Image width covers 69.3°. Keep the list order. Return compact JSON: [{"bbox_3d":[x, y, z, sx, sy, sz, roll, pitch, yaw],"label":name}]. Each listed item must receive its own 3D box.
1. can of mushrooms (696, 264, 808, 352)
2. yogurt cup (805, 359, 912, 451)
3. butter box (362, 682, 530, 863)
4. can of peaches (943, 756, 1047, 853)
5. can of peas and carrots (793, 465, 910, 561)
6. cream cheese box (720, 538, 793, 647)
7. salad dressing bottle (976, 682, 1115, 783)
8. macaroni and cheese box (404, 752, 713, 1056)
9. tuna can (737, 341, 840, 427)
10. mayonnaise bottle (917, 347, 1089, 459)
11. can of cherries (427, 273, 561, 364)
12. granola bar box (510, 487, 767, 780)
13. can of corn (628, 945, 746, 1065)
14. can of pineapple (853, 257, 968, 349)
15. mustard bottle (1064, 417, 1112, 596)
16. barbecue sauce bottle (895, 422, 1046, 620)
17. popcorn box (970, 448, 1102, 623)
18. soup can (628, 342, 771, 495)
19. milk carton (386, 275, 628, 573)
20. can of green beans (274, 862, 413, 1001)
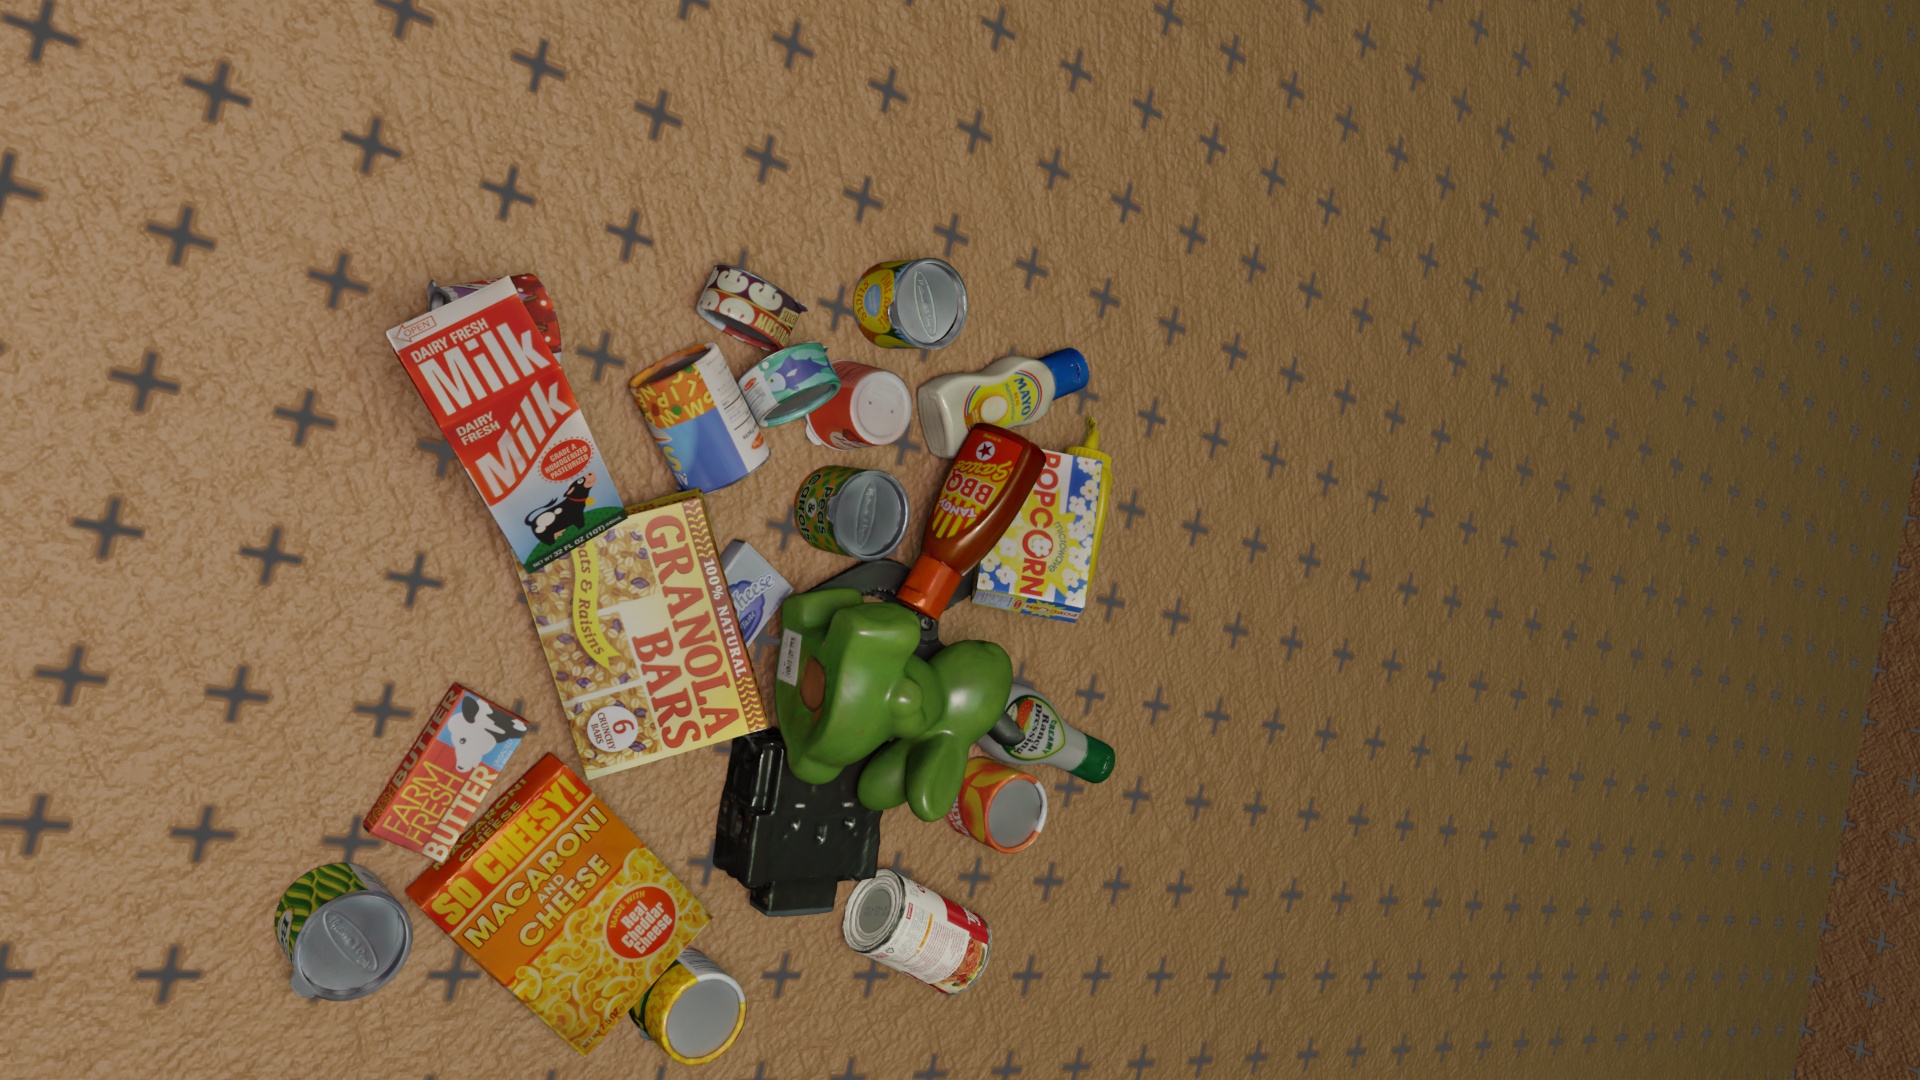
[{"bbox_3d":[-0.142,-0.156,0.944,0.071,0.071,0.033,30,80,-35],"label":"can of mushrooms"},{"bbox_3d":[-0.072,-0.098,1.014,0.072,0.054,0.072,-5,99,-37],"label":"yogurt cup"},{"bbox_3d":[-0.324,0.147,0.878,0.053,0.024,0.104,40,73,-34],"label":"butter box"},{"bbox_3d":[0.026,0.215,1.125,0.071,0.058,0.071,-6,100,-36],"label":"can of peaches"},{"bbox_3d":[-0.082,-0.021,1.013,0.071,0.059,0.071,-5,99,-35],"label":"can of peas and carrots"},{"bbox_3d":[-0.169,0.055,0.980,0.053,0.024,0.104,47,69,-30],"label":"cream cheese box"},{"bbox_3d":[0.069,0.164,1.159,0.147,0.044,0.064,29,78,-36],"label":"salad dressing bottle"},{"bbox_3d":[-0.263,0.243,0.926,0.124,0.040,0.166,-47,121,-22],"label":"macaroni and cheese box"},{"bbox_3d":[-0.117,-0.109,0.967,0.071,0.070,0.033,-24,82,-32],"label":"tuna can"},{"bbox_3d":[0.036,-0.115,1.099,0.149,0.041,0.064,-25,113,-31],"label":"mayonnaise bottle"},{"bbox_3d":[-0.284,-0.129,0.845,0.058,0.071,0.071,-18,107,-34],"label":"can of cherries"},{"bbox_3d":[-0.209,0.061,0.915,0.124,0.039,0.165,-16,107,-8],"label":"granola bar box"},{"bbox_3d":[-0.193,0.329,0.977,0.071,0.058,0.071,-5,99,-36],"label":"can of corn"},{"bbox_3d":[-0.039,-0.174,1.025,0.071,0.058,0.071,-5,99,-36],"label":"can of pineapple"},{"bbox_3d":[0.095,-0.025,1.140,0.049,0.065,0.160,15,82,-9],"label":"mustard bottle"},{"bbox_3d":[0.004,-0.013,1.033,0.149,0.065,0.043,-61,143,-9],"label":"barbecue sauce bottle"},{"bbox_3d":[0.059,-0.008,1.076,0.085,0.038,0.127,11,69,-5],"label":"popcorn box"},{"bbox_3d":[-0.177,-0.080,0.932,0.071,0.071,0.083,-36,115,-27],"label":"soup can"},{"bbox_3d":[-0.261,-0.071,0.800,0.072,0.073,0.189,-31,150,-17],"label":"milk carton"},{"bbox_3d":[-0.371,0.233,0.833,0.071,0.058,0.071,-6,100,-36],"label":"can of green beans"}]
